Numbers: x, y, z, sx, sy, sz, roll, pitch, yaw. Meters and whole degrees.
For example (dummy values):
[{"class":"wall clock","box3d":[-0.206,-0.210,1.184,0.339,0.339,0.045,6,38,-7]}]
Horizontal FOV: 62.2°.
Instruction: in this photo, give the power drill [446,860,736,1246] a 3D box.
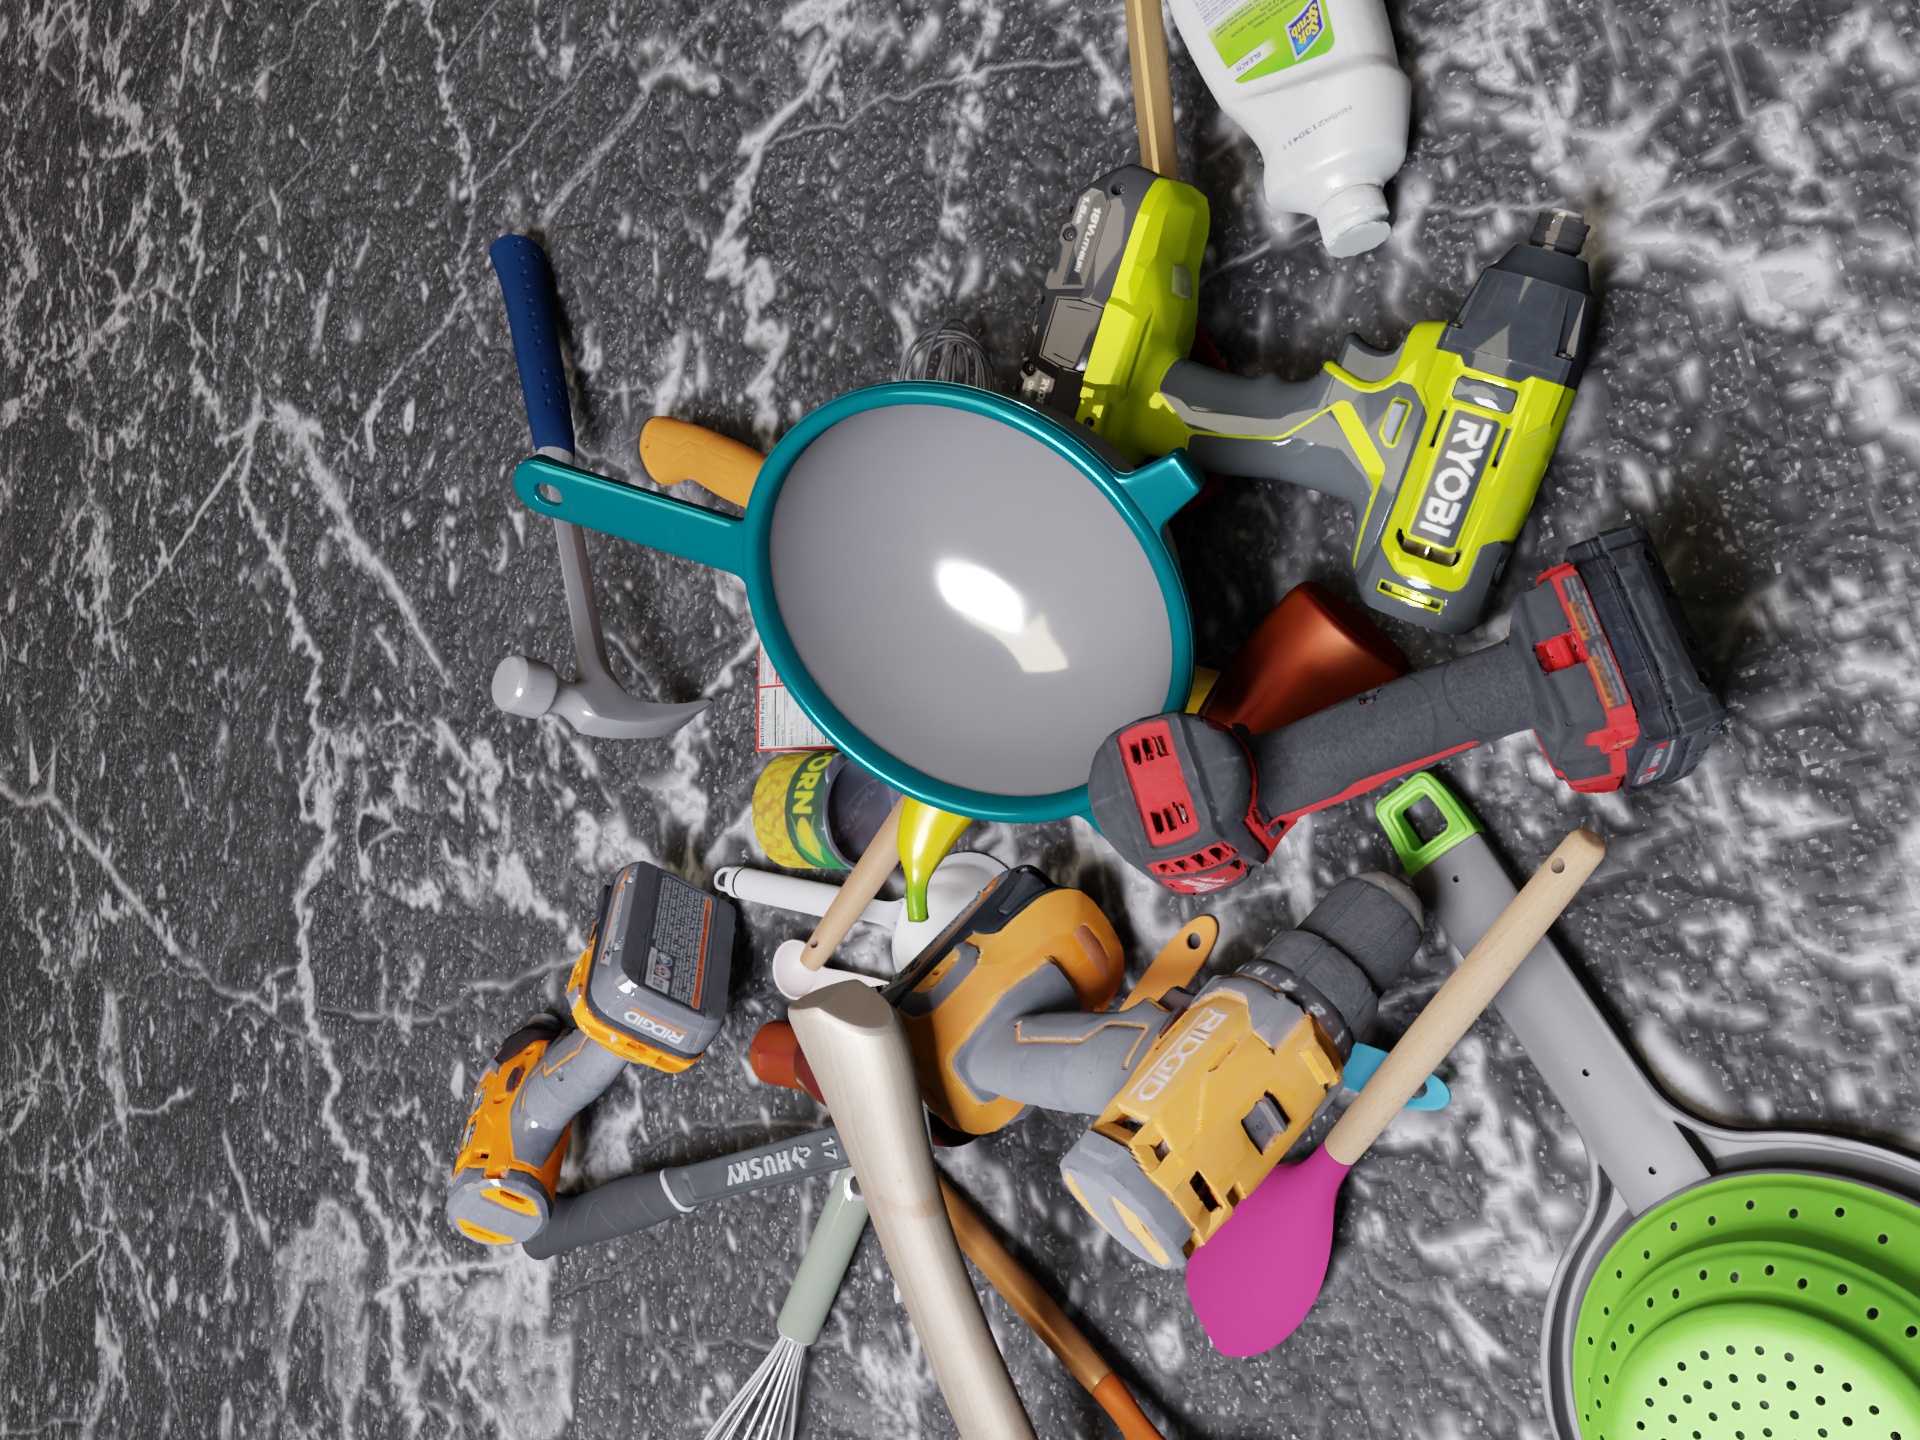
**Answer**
[{"class":"power drill","box3d":[-0.228,0.192,0.970,0.226,0.084,0.164,-49,24,25]}]

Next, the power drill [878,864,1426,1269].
[{"class":"power drill","box3d":[0.078,0.123,0.694,0.185,0.084,0.226,-43,23,-21]}]

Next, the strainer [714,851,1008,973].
[{"class":"strainer","box3d":[-0.056,0.105,0.883,0.258,0.050,0.087,5,75,43]}]

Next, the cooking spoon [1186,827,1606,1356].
[{"class":"cooking spoon","box3d":[0.169,0.162,0.659,0.069,0.017,0.318,61,136,41]}]

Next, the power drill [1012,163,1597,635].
[{"class":"power drill","box3d":[0.148,-0.154,0.688,0.223,0.080,0.171,24,107,23]}]

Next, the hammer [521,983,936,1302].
[{"class":"hammer","box3d":[-0.148,0.270,0.909,0.409,0.036,0.149,-29,72,43]}]

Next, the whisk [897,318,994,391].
[{"class":"whisk","box3d":[-0.015,-0.096,0.863,0.055,0.055,0.239,9,96,40]}]

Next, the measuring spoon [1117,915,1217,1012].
[{"class":"measuring spoon","box3d":[0.088,0.139,0.777,0.021,0.011,0.117,48,115,32]}]

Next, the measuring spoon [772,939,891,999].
[{"class":"measuring spoon","box3d":[-0.054,0.151,0.895,0.124,0.018,0.034,12,96,33]}]

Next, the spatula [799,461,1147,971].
[{"class":"spatula","box3d":[-0.001,-0.003,0.824,0.082,0.044,0.317,39,99,40]}]

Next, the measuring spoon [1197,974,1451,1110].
[{"class":"measuring spoon","box3d":[0.161,0.148,0.709,0.129,0.021,0.042,14,85,40]}]

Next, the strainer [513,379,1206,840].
[{"class":"strainer","box3d":[-0.042,-0.084,0.731,0.340,0.095,0.210,18,129,19]}]

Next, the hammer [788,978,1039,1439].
[{"class":"hammer","box3d":[0.005,0.311,0.717,0.146,0.038,0.410,-16,98,37]}]

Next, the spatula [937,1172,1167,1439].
[{"class":"spatula","box3d":[0.060,0.306,0.780,0.323,0.041,0.081,39,111,39]}]

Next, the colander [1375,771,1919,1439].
[{"class":"colander","box3d":[0.256,0.185,0.582,0.204,0.094,0.397,-43,61,28]}]

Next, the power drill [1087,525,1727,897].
[{"class":"power drill","box3d":[0.166,0.012,0.620,0.219,0.143,0.079,-20,71,12]}]

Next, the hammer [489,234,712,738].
[{"class":"hammer","box3d":[-0.258,-0.162,1.039,0.035,0.144,0.406,-36,56,29]}]

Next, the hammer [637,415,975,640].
[{"class":"hammer","box3d":[-0.096,-0.133,0.902,0.337,0.034,0.127,29,117,47]}]

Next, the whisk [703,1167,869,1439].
[{"class":"whisk","box3d":[-0.094,0.348,0.889,0.058,0.059,0.246,21,98,-6]}]

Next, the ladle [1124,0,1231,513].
[{"class":"ladle","box3d":[0.095,-0.257,0.762,0.069,0.031,0.315,-2,97,38]}]
